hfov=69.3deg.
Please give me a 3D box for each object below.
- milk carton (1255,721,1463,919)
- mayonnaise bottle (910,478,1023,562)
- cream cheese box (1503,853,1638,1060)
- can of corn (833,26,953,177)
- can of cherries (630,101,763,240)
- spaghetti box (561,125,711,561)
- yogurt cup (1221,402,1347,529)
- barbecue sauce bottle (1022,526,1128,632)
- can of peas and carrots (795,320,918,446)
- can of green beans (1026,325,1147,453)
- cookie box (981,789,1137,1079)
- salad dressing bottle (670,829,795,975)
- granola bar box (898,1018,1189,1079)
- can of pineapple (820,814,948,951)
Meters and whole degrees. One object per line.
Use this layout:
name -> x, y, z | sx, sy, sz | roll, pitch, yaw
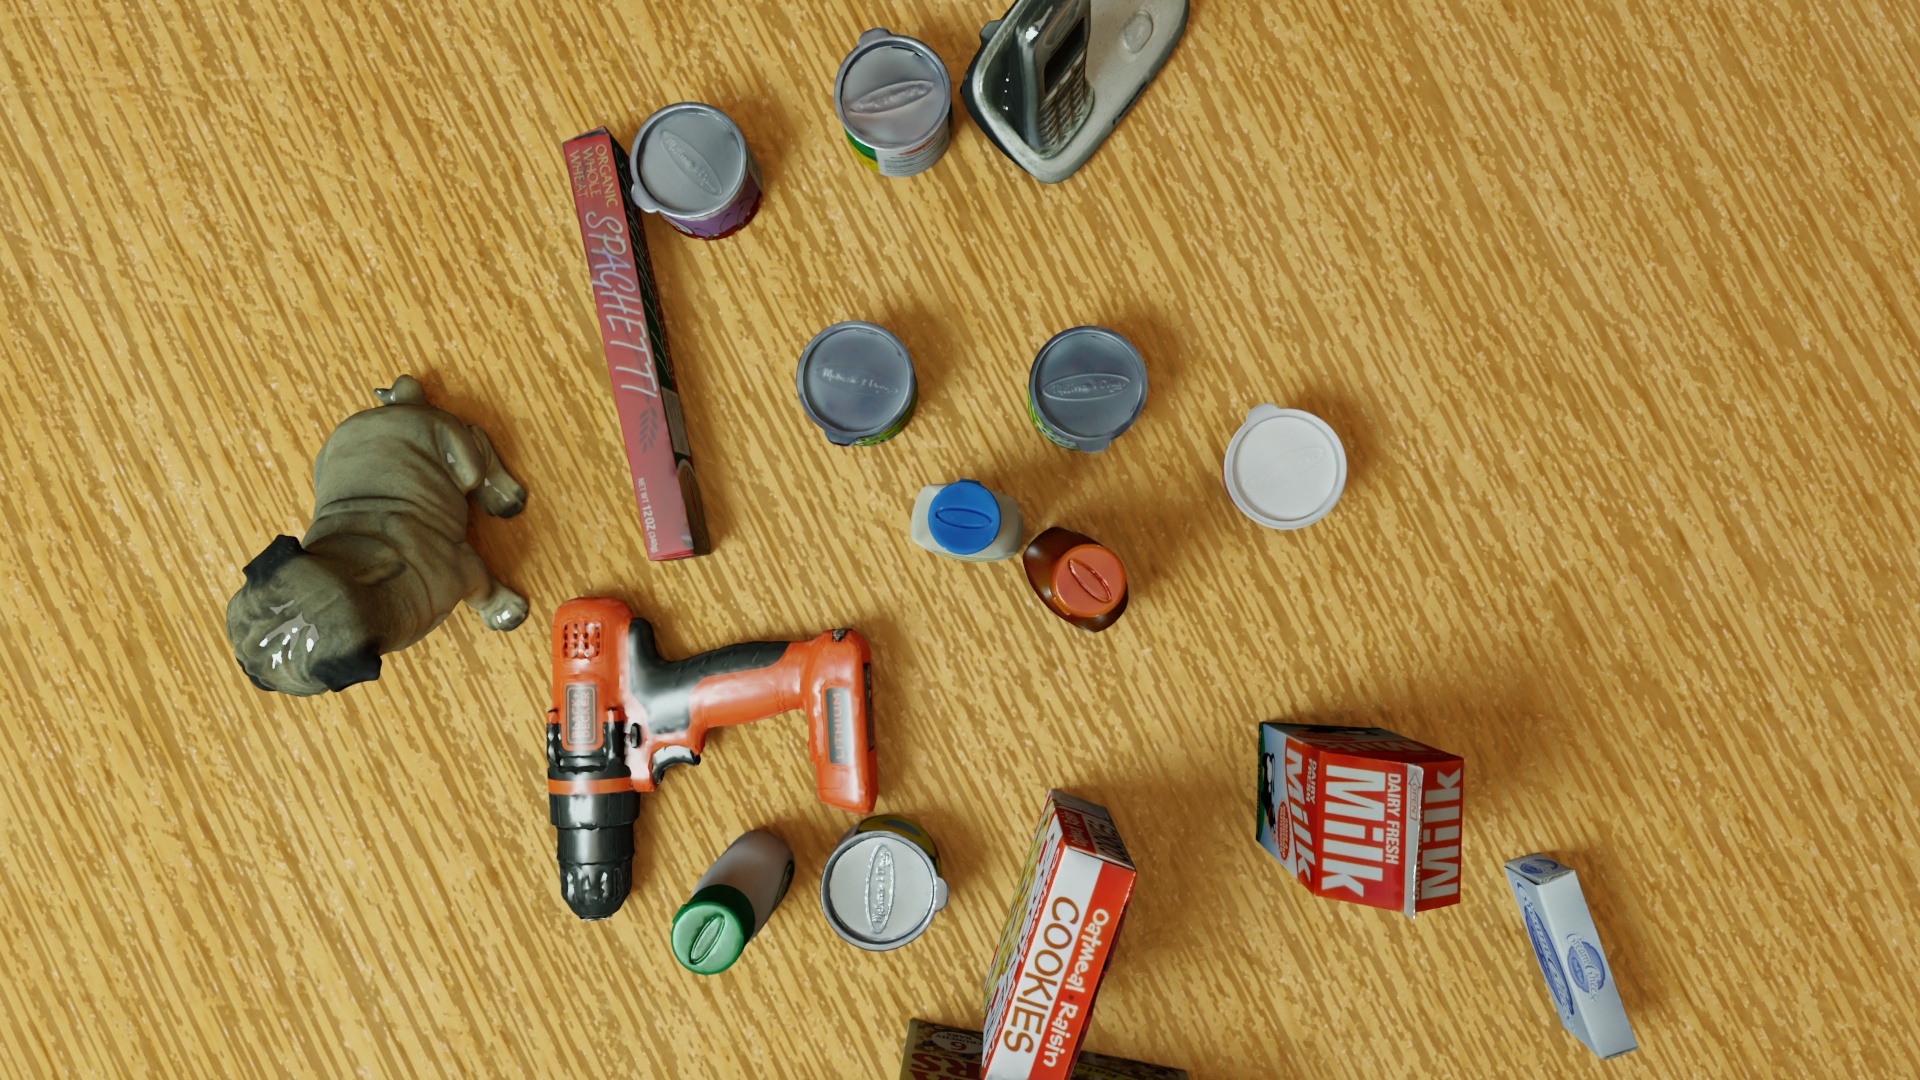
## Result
milk carton -> 0.207, 0.139, 0.720 | 0.073, 0.190, 0.072 | 3, 89, 1
mayonnaise bottle -> 0.003, -0.009, 0.750 | 0.065, 0.148, 0.041 | 8, 89, 1
cream cheese box -> 0.343, 0.232, 0.784 | 0.024, 0.053, 0.104 | -19, 88, 1
can of corn -> -0.038, -0.252, 0.803 | 0.071, 0.058, 0.071 | 0, 88, 1
can of cherries -> -0.153, -0.211, 0.803 | 0.071, 0.058, 0.071 | 0, 88, 1
spaghetti box -> -0.187, -0.111, 0.805 | 0.029, 0.050, 0.250 | -12, 88, 1
yogurt cup -> 0.181, -0.040, 0.795 | 0.072, 0.054, 0.072 | 0, 88, 1
barbecue sauce bottle -> 0.064, 0.021, 0.747 | 0.043, 0.148, 0.065 | -43, 88, 0
can of peas and carrots -> -0.058, -0.086, 0.798 | 0.071, 0.058, 0.071 | 0, 88, 1
can of green beans -> 0.071, -0.086, 0.796 | 0.071, 0.058, 0.071 | 0, 88, 1
cookie box -> 0.049, 0.208, 0.732 | 0.040, 0.167, 0.123 | 19, 89, 1
salad dressing bottle -> -0.122, 0.195, 0.745 | 0.044, 0.147, 0.064 | 32, 90, 2
granola bar box -> 0.046, 0.312, 0.751 | 0.166, 0.124, 0.039 | 10, 89, 1
can of pineapple -> -0.042, 0.194, 0.789 | 0.071, 0.058, 0.071 | 0, 88, 1
